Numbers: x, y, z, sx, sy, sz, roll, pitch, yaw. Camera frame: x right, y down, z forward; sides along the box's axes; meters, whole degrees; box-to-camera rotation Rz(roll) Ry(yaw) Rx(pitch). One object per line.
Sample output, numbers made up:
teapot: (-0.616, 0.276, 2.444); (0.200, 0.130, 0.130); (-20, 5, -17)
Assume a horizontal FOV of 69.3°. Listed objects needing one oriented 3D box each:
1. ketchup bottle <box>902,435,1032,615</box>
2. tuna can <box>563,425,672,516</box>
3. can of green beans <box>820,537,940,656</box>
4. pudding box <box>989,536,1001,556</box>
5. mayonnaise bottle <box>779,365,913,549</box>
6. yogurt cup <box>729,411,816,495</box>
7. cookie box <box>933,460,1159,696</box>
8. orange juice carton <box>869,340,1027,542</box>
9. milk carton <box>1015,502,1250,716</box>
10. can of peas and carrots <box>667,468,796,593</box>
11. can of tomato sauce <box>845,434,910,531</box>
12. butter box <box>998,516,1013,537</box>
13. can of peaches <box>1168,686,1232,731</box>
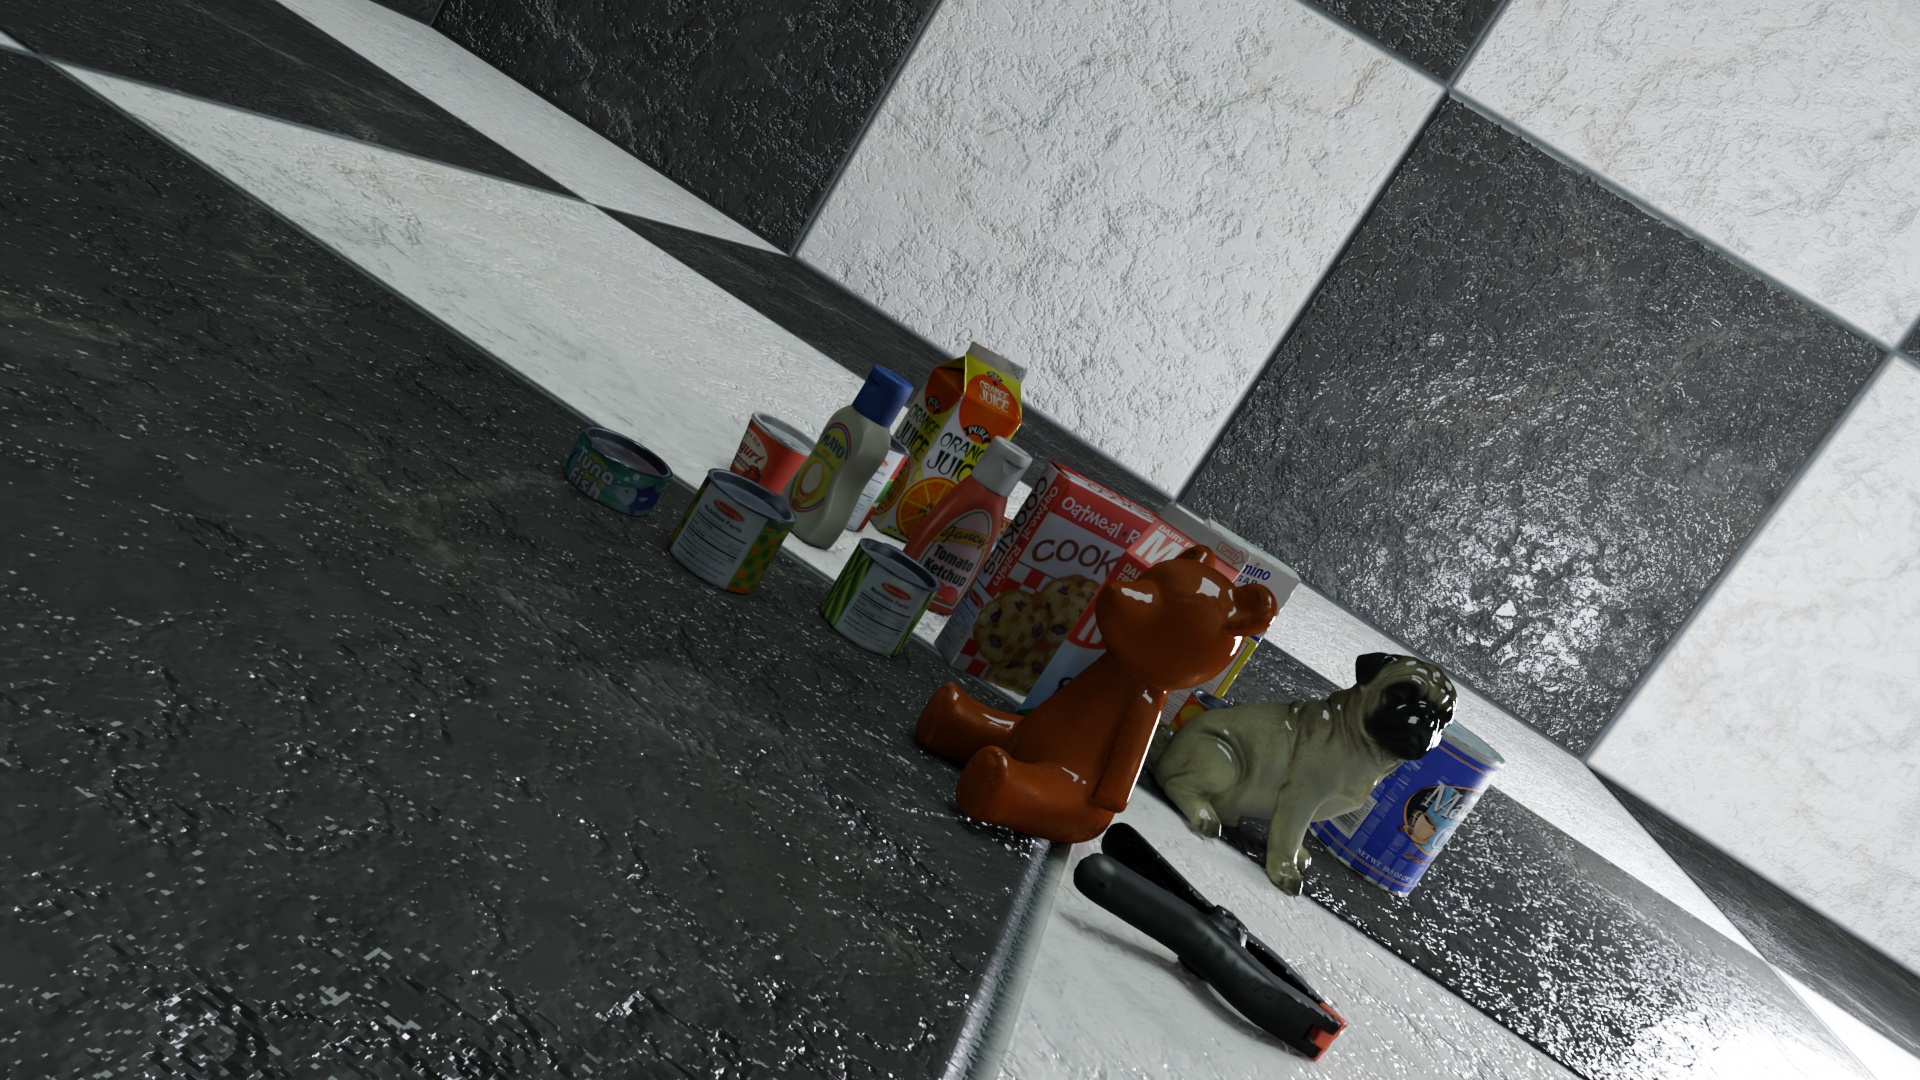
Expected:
ketchup bottle: (0.004, -0.014, 1.129); (0.064, 0.148, 0.044); (27, 12, -23)
tuna can: (-0.232, -0.047, 0.937); (0.071, 0.032, 0.071); (31, 11, -7)
can of green beans: (-0.056, 0.040, 0.973); (0.071, 0.057, 0.071); (31, 11, -7)
pudding box: (0.012, 0.017, 1.267); (0.030, 0.049, 0.084); (36, 12, 19)
mayonnaise bottle: (-0.091, -0.069, 1.111); (0.041, 0.147, 0.065); (20, 16, -47)
yogurt cup: (-0.158, -0.069, 1.173); (0.072, 0.054, 0.072); (31, 11, -7)
cookie box: (0.076, 0.037, 1.055); (0.123, 0.167, 0.040); (25, 13, -31)
orange juice carton: (-0.013, -0.091, 1.296); (0.072, 0.192, 0.073); (25, 13, -34)
milk carton: (0.123, 0.070, 0.983); (0.072, 0.190, 0.073); (35, 11, 16)
can of peas and carrots: (-0.150, -0.006, 0.919); (0.071, 0.058, 0.071); (31, 11, -7)
can of tomato sauce: (-0.094, -0.060, 1.228); (0.071, 0.083, 0.071); (31, 11, -7)
butter box: (0.035, 0.001, 1.386); (0.103, 0.053, 0.024); (23, 14, -39)
can of peaches: (0.200, 0.162, 1.132); (0.071, 0.058, 0.071); (31, 11, -7)
